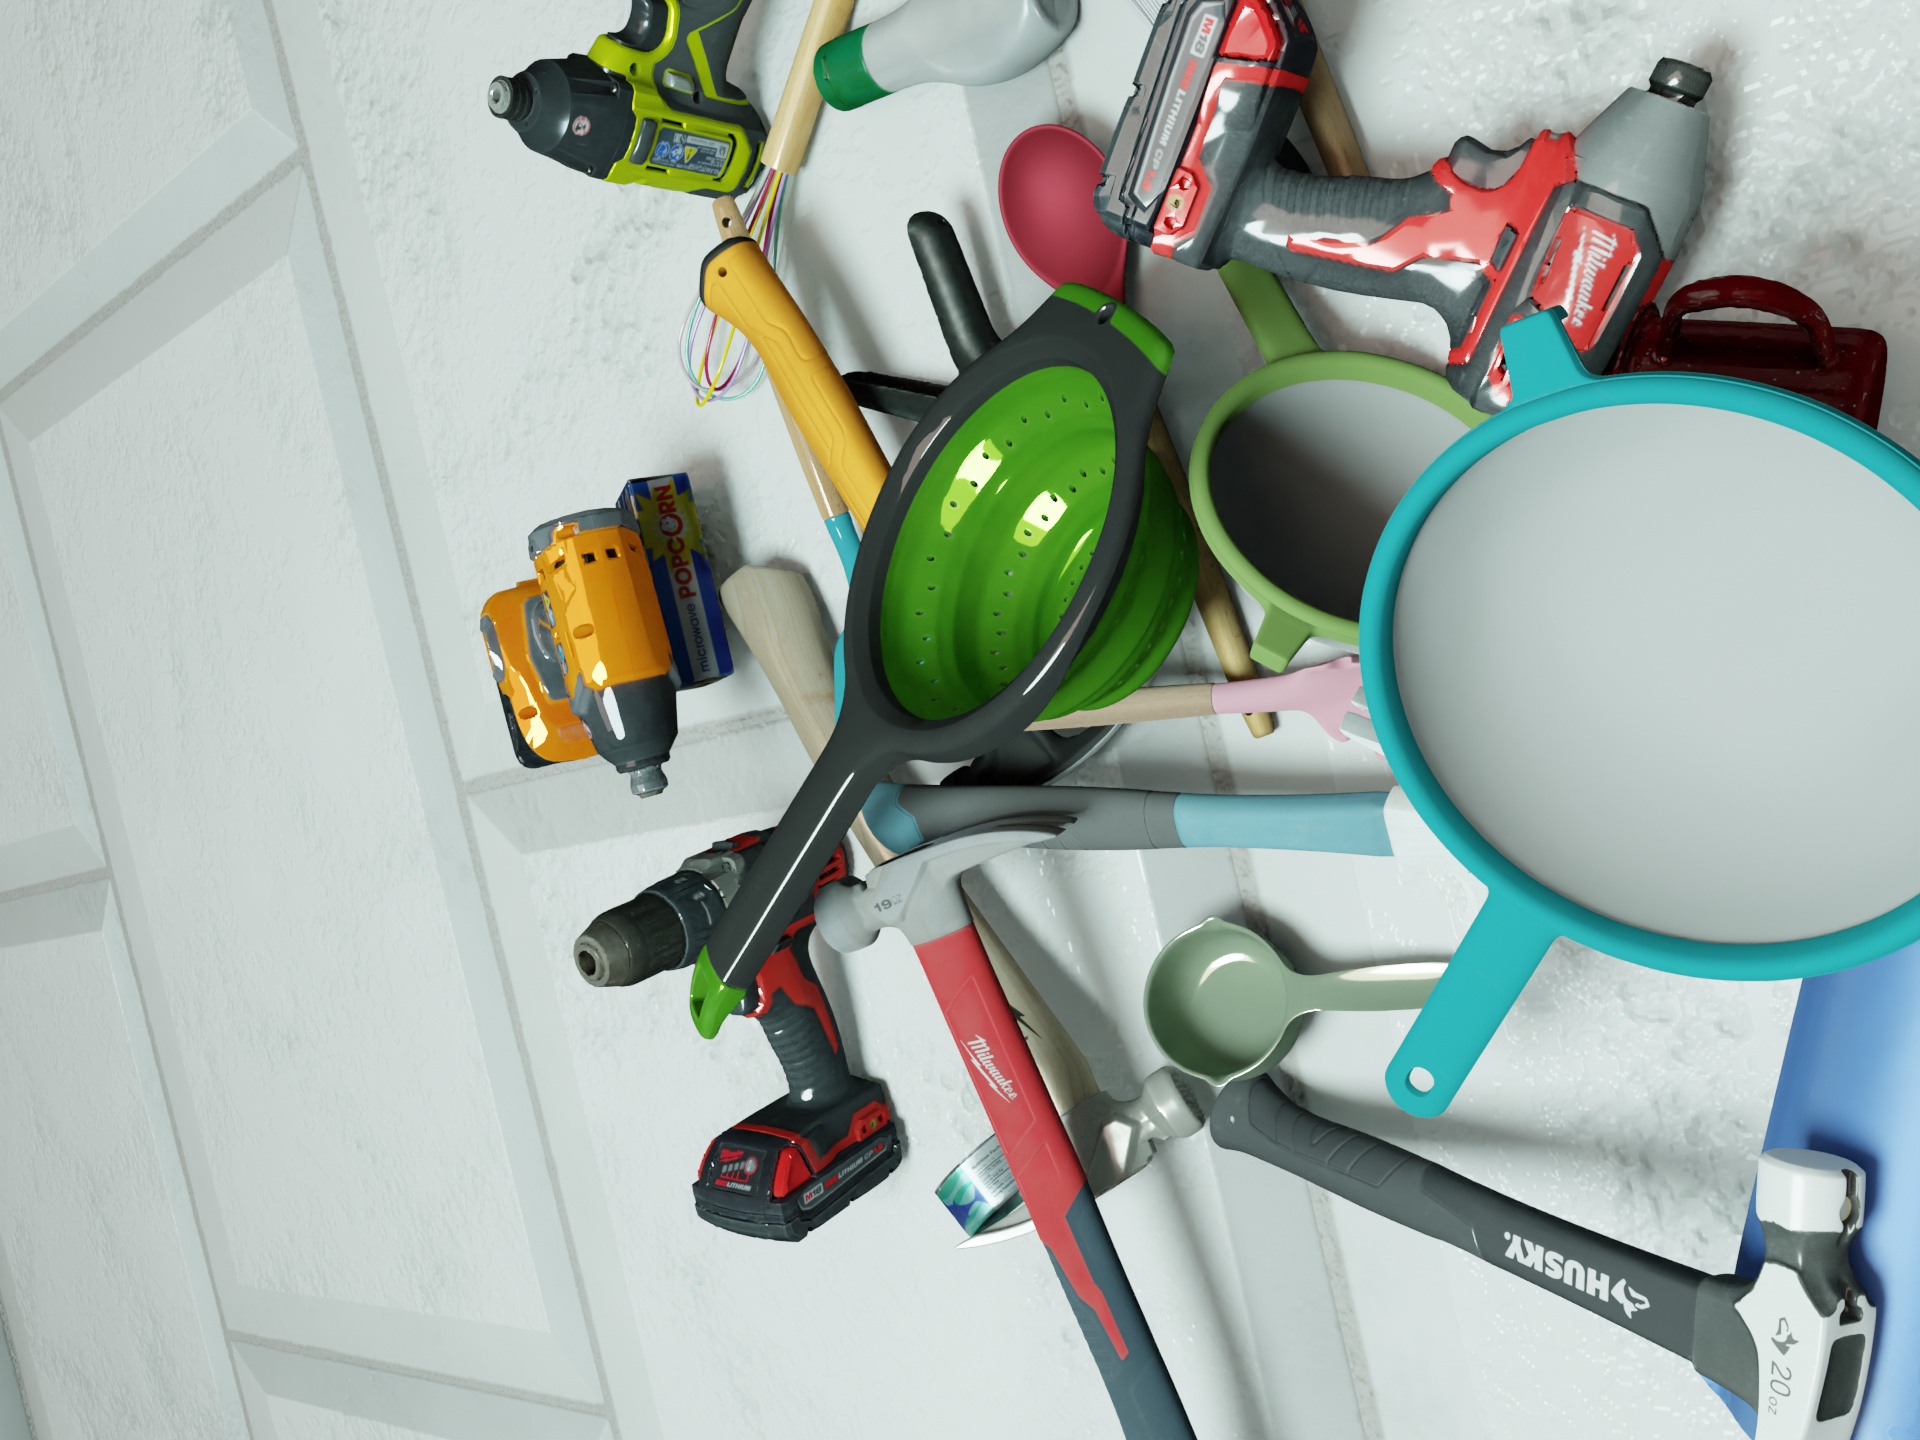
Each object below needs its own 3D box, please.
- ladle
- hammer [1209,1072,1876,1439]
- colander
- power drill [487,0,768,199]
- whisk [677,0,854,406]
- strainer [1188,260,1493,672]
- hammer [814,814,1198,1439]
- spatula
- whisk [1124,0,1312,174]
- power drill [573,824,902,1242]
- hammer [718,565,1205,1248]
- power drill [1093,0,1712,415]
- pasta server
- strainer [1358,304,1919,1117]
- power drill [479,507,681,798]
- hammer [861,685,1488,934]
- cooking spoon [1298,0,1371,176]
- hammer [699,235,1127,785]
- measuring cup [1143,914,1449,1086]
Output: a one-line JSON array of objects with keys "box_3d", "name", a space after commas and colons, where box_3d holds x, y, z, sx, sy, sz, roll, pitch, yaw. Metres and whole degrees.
[{"box_3d": [0.093, -0.140, 0.776, 0.069, 0.031, 0.315, -22, 87, 43], "name": "ladle"}, {"box_3d": [0.212, 0.213, 0.666, 0.335, 0.035, 0.146, 5, 93, 63], "name": "hammer"}, {"box_3d": [-0.001, -0.002, 0.749, 0.397, 0.094, 0.205, -58, 34, 15], "name": "colander"}, {"box_3d": [-0.148, -0.390, 0.828, 0.080, 0.171, 0.223, 39, 118, 26], "name": "power drill"}, {"box_3d": [-0.108, -0.289, 0.898, 0.051, 0.047, 0.245, 25, 113, 3], "name": "whisk"}, {"box_3d": [0.150, -0.123, 0.701, 0.069, 0.151, 0.257, 98, 156, -59], "name": "strainer"}, {"box_3d": [0.064, 0.237, 0.780, 0.143, 0.038, 0.386, -23, 91, 27], "name": "hammer"}, {"box_3d": [-0.079, -0.138, 0.885, 0.082, 0.044, 0.317, -19, 97, 13], "name": "spatula"}, {"box_3d": [0.086, -0.332, 0.722, 0.070, 0.070, 0.285, -35, 82, 38], "name": "whisk"}, {"box_3d": [-0.127, 0.184, 0.926, 0.080, 0.188, 0.226, -3, 102, 38], "name": "power drill"}, {"box_3d": [-0.036, 0.086, 0.893, 0.146, 0.038, 0.411, -35, 71, 7], "name": "hammer"}, {"box_3d": [0.178, -0.219, 0.637, 0.220, 0.078, 0.143, 28, 117, 15], "name": "power drill"}, {"box_3d": [0.094, -0.004, 0.759, 0.316, 0.040, 0.060, -4, 129, 27], "name": "pasta server"}, {"box_3d": [0.240, 0.022, 0.580, 0.211, 0.095, 0.340, 35, 136, 23], "name": "strainer"}, {"box_3d": [-0.229, -0.027, 0.975, 0.226, 0.084, 0.164, -15, 90, 65], "name": "power drill"}, {"box_3d": [0.095, 0.049, 0.760, 0.331, 0.033, 0.128, -1, 123, 33], "name": "hammer"}, {"box_3d": [0.134, -0.339, 0.704, 0.069, 0.017, 0.319, -24, 84, 38], "name": "cooking spoon"}, {"box_3d": [-0.035, -0.113, 0.840, 0.127, 0.034, 0.337, -33, 86, 30], "name": "hammer"}, {"box_3d": [0.172, 0.133, 0.764, 0.167, 0.038, 0.083, -9, 69, 27], "name": "measuring cup"}]
